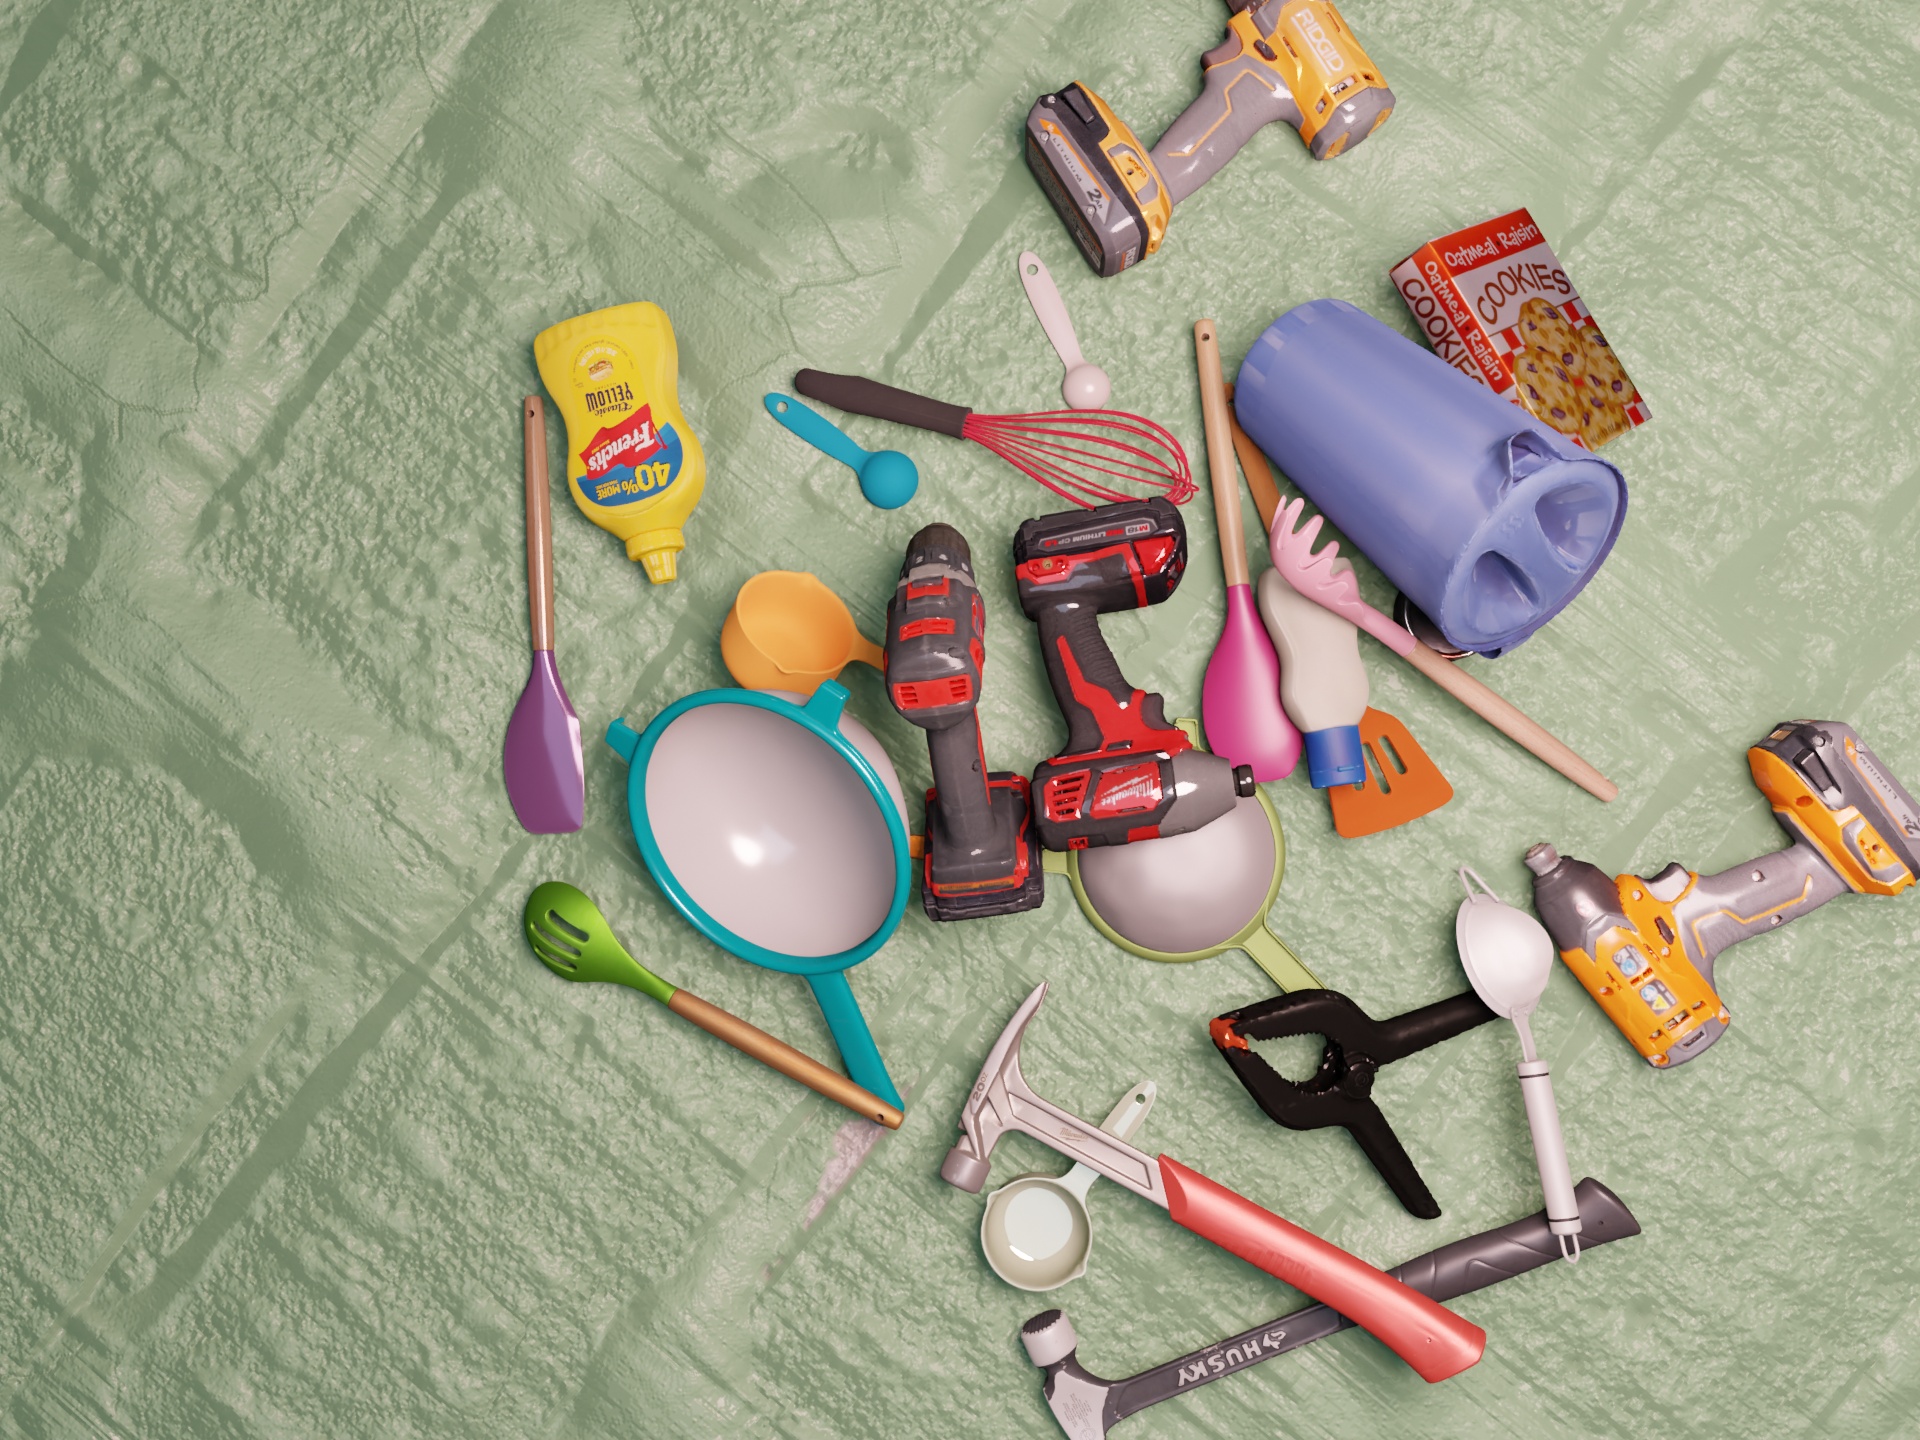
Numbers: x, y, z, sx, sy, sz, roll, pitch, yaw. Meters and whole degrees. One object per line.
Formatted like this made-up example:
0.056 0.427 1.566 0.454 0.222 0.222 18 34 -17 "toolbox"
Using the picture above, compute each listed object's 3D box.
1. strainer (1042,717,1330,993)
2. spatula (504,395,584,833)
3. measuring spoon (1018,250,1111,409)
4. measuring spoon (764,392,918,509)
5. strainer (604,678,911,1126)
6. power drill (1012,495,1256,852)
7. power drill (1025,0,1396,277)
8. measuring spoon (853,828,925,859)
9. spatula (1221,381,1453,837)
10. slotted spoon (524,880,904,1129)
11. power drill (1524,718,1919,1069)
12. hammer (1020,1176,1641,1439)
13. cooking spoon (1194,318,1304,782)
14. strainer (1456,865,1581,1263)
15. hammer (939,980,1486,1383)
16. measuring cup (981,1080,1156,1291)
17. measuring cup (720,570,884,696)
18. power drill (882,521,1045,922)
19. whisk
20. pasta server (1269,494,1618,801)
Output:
0.182 0.130 1.070 0.151 0.069 0.256 -44 84 4 "strainer"
-0.304 -0.076 1.148 0.060 0.018 0.316 -2 90 7 "spatula"
0.069 -0.274 1.112 0.034 0.018 0.124 -25 86 5 "measuring spoon"
-0.087 -0.195 1.124 0.128 0.021 0.042 34 93 4 "measuring spoon"
-0.091 0.116 1.093 0.211 0.095 0.340 -9 112 30 "strainer"
0.110 -0.028 1.044 0.143 0.078 0.220 -8 72 9 "power drill"
0.153 -0.430 1.077 0.226 0.084 0.185 -31 86 0 "power drill"
-0.018 0.091 1.120 0.117 0.011 0.021 6 90 6 "measuring spoon"
0.238 -0.081 1.082 0.081 0.041 0.322 -21 86 6 "spatula"
-0.178 0.204 1.112 0.314 0.031 0.070 27 111 9 "slotted spoon"
0.492 0.097 1.036 0.226 0.084 0.164 -40 85 8 "power drill"
0.253 0.403 1.064 0.409 0.036 0.149 -25 89 9 "hammer"
0.185 -0.117 1.078 0.069 0.017 0.319 -8 85 12 "cooking spoon"
0.372 0.218 1.033 0.086 0.050 0.258 2 74 -38 "strainer"
0.173 0.316 1.045 0.359 0.036 0.149 26 82 12 "hammer"
0.081 0.314 1.098 0.083 0.038 0.167 38 88 6 "measuring cup"
-0.084 -0.038 1.107 0.173 0.095 0.052 24 137 -17 "measuring cup"
-0.002 -0.003 1.035 0.080 0.188 0.226 -8 124 6 "power drill"
0.023 -0.200 1.097 0.296 0.073 0.073 17 91 11 "whisk"
0.316 -0.038 1.030 0.316 0.060 0.040 33 121 -14 "pasta server"
